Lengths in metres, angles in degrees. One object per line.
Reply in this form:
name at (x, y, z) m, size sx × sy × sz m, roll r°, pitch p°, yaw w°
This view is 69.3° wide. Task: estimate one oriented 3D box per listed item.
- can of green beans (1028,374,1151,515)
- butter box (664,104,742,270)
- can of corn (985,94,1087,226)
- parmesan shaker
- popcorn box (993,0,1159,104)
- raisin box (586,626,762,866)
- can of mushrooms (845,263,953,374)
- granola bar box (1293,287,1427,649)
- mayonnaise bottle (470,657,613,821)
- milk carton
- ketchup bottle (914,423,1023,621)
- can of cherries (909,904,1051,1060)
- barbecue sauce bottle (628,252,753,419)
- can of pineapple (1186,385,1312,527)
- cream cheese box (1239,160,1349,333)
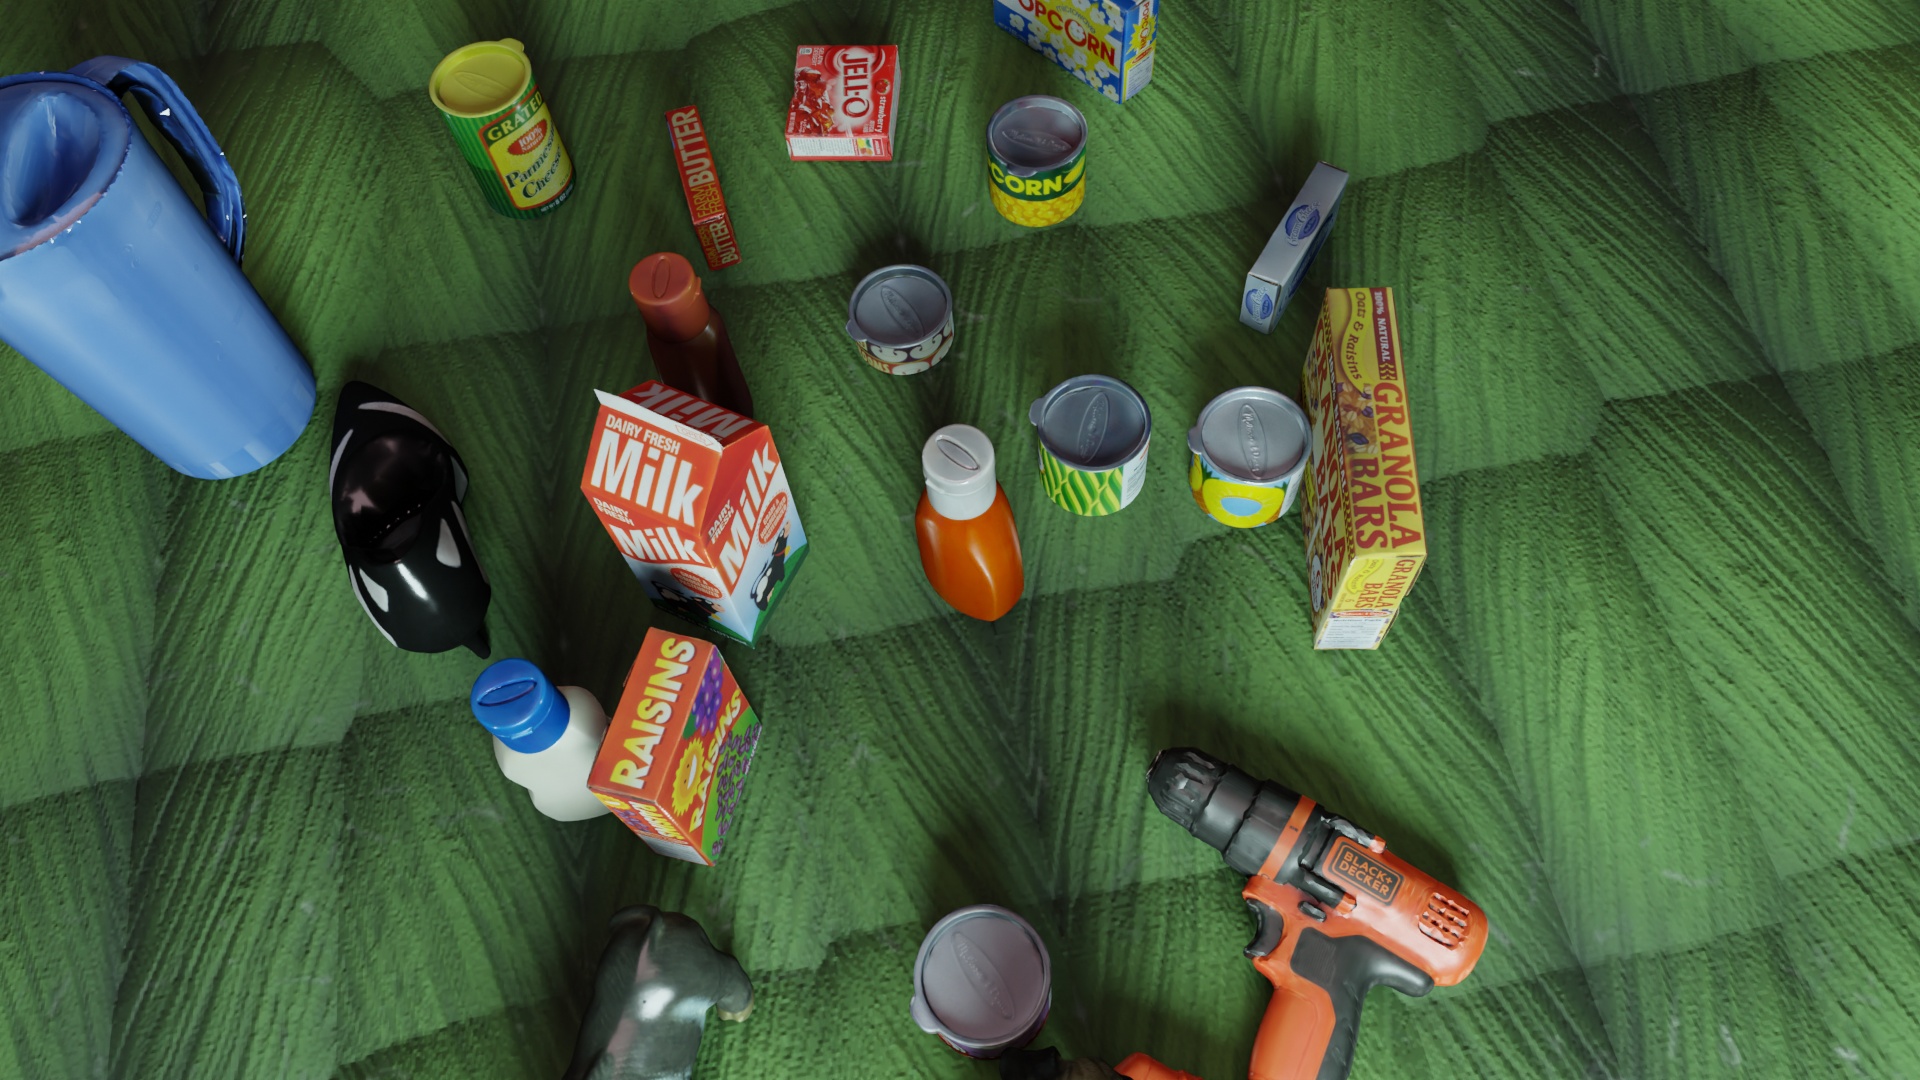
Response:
can of green beans at (0.079, -0.056, 0.826) m, size 0.071 × 0.057 × 0.071 m, roll -1°, pitch 63°, yaw 3°
butter box at (-0.174, -0.238, 0.939) m, size 0.024 × 0.053 × 0.104 m, roll -16°, pitch 63°, yaw -4°
can of corn at (0.050, -0.251, 0.928) m, size 0.071 × 0.058 × 0.071 m, roll -1°, pitch 63°, yaw 3°
parmesan shaker at (-0.304, -0.276, 0.939) m, size 0.071 × 0.102 × 0.071 m, roll -2°, pitch 63°, yaw 3°
popcorn box at (0.080, -0.375, 0.975) m, size 0.127 × 0.085 × 0.038 m, roll 40°, pitch 72°, yaw 21°
raisin box at (-0.144, 0.109, 0.718) m, size 0.040 × 0.123 × 0.086 m, roll 12°, pitch 65°, yaw 10°
can of mushrooms at (-0.039, -0.141, 0.891) m, size 0.071 × 0.033 × 0.071 m, roll -1°, pitch 63°, yaw 3°
granola bar box at (0.218, -0.038, 0.770) m, size 0.039 × 0.123 × 0.166 m, roll 0°, pitch 63°, yaw 4°
mayonnaise bottle at (-0.206, 0.103, 0.712) m, size 0.065 × 0.147 × 0.041 m, roll -19°, pitch 64°, yaw -6°
milk carton at (-0.141, -0.019, 0.747) m, size 0.072 × 0.189 × 0.074 m, roll 21°, pitch 67°, yaw 14°
ketchup bottle at (0.003, -0.009, 0.756) m, size 0.065 × 0.148 × 0.044 m, roll 37°, pitch 71°, yaw 20°
can of cherries at (0.010, 0.221, 0.687) m, size 0.071 × 0.058 × 0.072 m, roll -1°, pitch 63°, yaw 3°
barbecue sauce bottle at (-0.157, -0.110, 0.818) m, size 0.044 × 0.148 × 0.065 m, roll -2°, pitch 63°, yaw 3°
can of pineapple at (0.167, -0.049, 0.816) m, size 0.071 × 0.057 × 0.071 m, roll -1°, pitch 63°, yaw 3°
cream cheese box at (0.213, -0.187, 0.887) m, size 0.024 × 0.053 × 0.104 m, roll 27°, pitch 68°, yaw 16°
